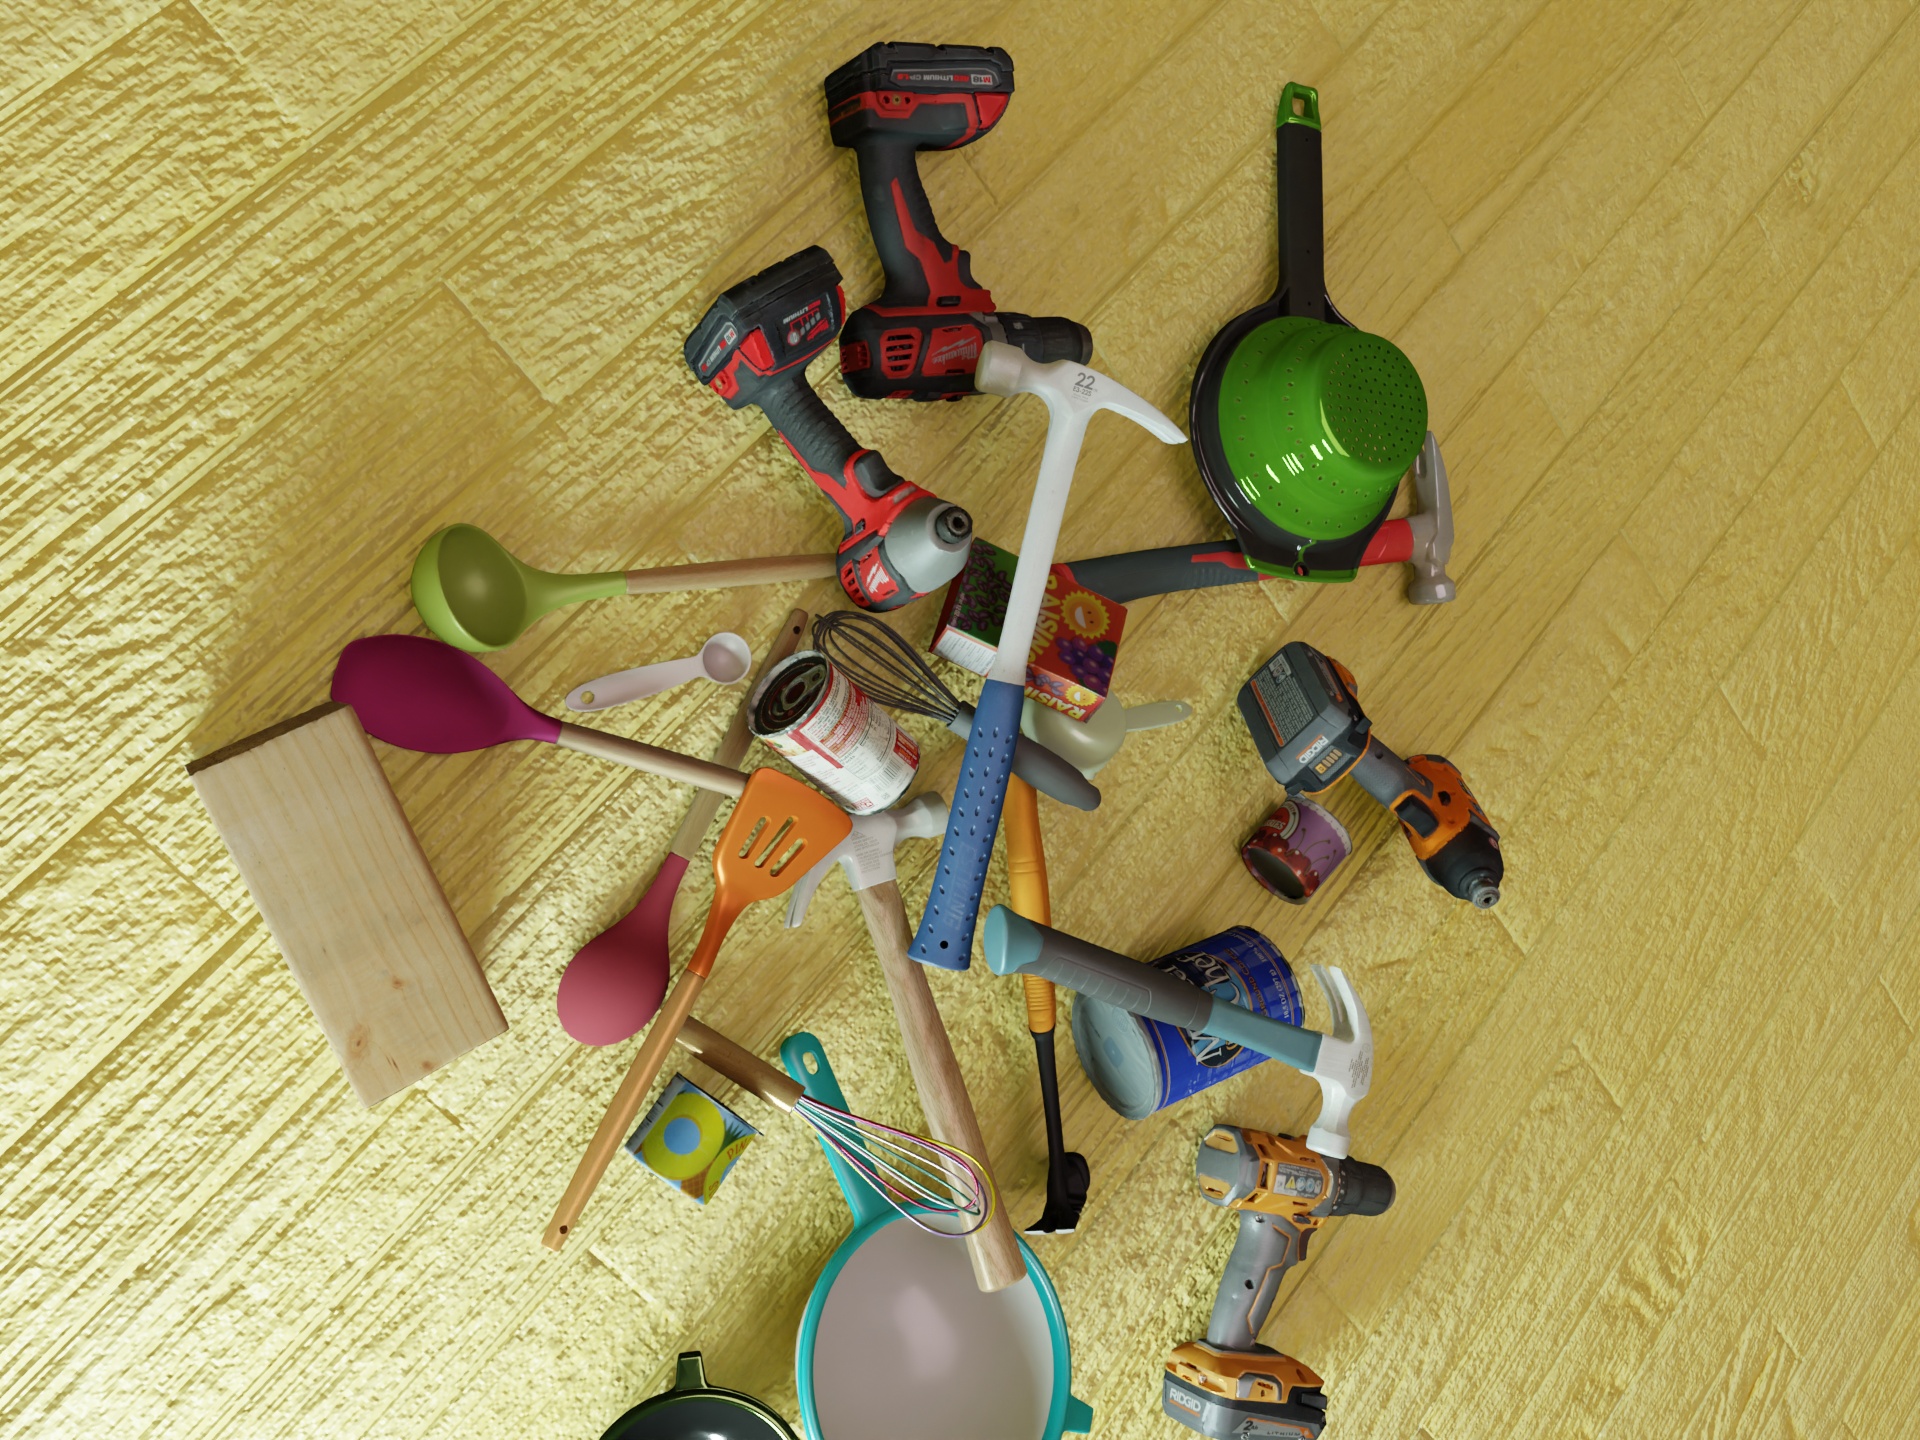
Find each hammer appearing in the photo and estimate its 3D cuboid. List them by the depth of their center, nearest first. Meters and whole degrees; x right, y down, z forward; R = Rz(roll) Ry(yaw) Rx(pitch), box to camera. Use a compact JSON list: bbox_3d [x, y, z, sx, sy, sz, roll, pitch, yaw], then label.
[{"bbox_3d":[0.038,-0.034,1.051,0.144,0.035,0.405,13,92,-10],"label":"hammer"},{"bbox_3d":[-0.024,0.221,1.075,0.130,0.031,0.331,-16,84,-25],"label":"hammer"},{"bbox_3d":[0.156,0.198,1.097,0.330,0.033,0.128,24,77,-24],"label":"hammer"},{"bbox_3d":[0.054,0.187,1.125,0.034,0.127,0.337,-6,89,10],"label":"hammer"},{"bbox_3d":[0.233,-0.142,1.240,0.386,0.038,0.143,-9,95,-28],"label":"hammer"}]

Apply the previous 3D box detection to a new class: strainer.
[{"bbox_3d":[-0.131,0.525,1.027,0.256,0.069,0.151,40,83,-9],"label":"strainer"},{"bbox_3d":[-0.061,0.377,1.078,0.211,0.095,0.340,-20,82,-39],"label":"strainer"}]

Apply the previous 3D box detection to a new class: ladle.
[{"bbox_3d":[-0.184,-0.093,1.008,0.320,0.062,0.078,-8,82,-31],"label":"ladle"},{"bbox_3d":[-0.171,0.066,1.037,0.069,0.031,0.315,32,75,-29],"label":"ladle"}]

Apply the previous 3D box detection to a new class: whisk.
[{"bbox_3d":[-0.085,0.254,1.026,0.245,0.051,0.047,31,99,5],"label":"whisk"},{"bbox_3d":[-0.001,-0.004,1.087,0.239,0.055,0.055,32,76,-12],"label":"whisk"}]

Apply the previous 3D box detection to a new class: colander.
[{"bbox_3d":[0.282,-0.308,1.205,0.204,0.094,0.397,4,83,-26],"label":"colander"}]

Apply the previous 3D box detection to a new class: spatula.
[{"bbox_3d":[-0.176,0.183,1.004,0.081,0.041,0.323,35,73,-27],"label":"spatula"}]

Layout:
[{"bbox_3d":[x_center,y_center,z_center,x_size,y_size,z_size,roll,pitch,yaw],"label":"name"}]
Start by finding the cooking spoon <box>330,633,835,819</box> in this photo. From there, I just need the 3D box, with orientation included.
[{"bbox_3d":[-0.226,0.015,0.993,0.318,0.017,0.069,18,97,-21],"label":"cooking spoon"}]

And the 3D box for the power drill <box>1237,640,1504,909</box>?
[{"bbox_3d":[0.329,0.051,1.230,0.226,0.164,0.084,34,113,-24],"label":"power drill"}]

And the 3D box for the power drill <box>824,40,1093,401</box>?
[{"bbox_3d":[0.000,-0.334,1.089,0.188,0.080,0.226,-10,99,-28],"label":"power drill"}]

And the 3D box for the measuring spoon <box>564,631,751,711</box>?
[{"bbox_3d":[-0.196,-0.029,1.029,0.124,0.018,0.034,-17,100,-20],"label":"measuring spoon"}]

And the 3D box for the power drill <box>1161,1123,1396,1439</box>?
[{"bbox_3d":[0.256,0.441,1.251,0.185,0.084,0.226,17,79,-29],"label":"power drill"}]

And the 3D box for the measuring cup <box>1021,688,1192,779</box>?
[{"bbox_3d":[0.119,-0.007,1.169,0.167,0.038,0.083,-9,61,-38],"label":"measuring cup"}]

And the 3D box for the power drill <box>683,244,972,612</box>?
[{"bbox_3d":[-0.073,-0.175,1.003,0.078,0.143,0.219,-36,98,-24],"label":"power drill"}]
